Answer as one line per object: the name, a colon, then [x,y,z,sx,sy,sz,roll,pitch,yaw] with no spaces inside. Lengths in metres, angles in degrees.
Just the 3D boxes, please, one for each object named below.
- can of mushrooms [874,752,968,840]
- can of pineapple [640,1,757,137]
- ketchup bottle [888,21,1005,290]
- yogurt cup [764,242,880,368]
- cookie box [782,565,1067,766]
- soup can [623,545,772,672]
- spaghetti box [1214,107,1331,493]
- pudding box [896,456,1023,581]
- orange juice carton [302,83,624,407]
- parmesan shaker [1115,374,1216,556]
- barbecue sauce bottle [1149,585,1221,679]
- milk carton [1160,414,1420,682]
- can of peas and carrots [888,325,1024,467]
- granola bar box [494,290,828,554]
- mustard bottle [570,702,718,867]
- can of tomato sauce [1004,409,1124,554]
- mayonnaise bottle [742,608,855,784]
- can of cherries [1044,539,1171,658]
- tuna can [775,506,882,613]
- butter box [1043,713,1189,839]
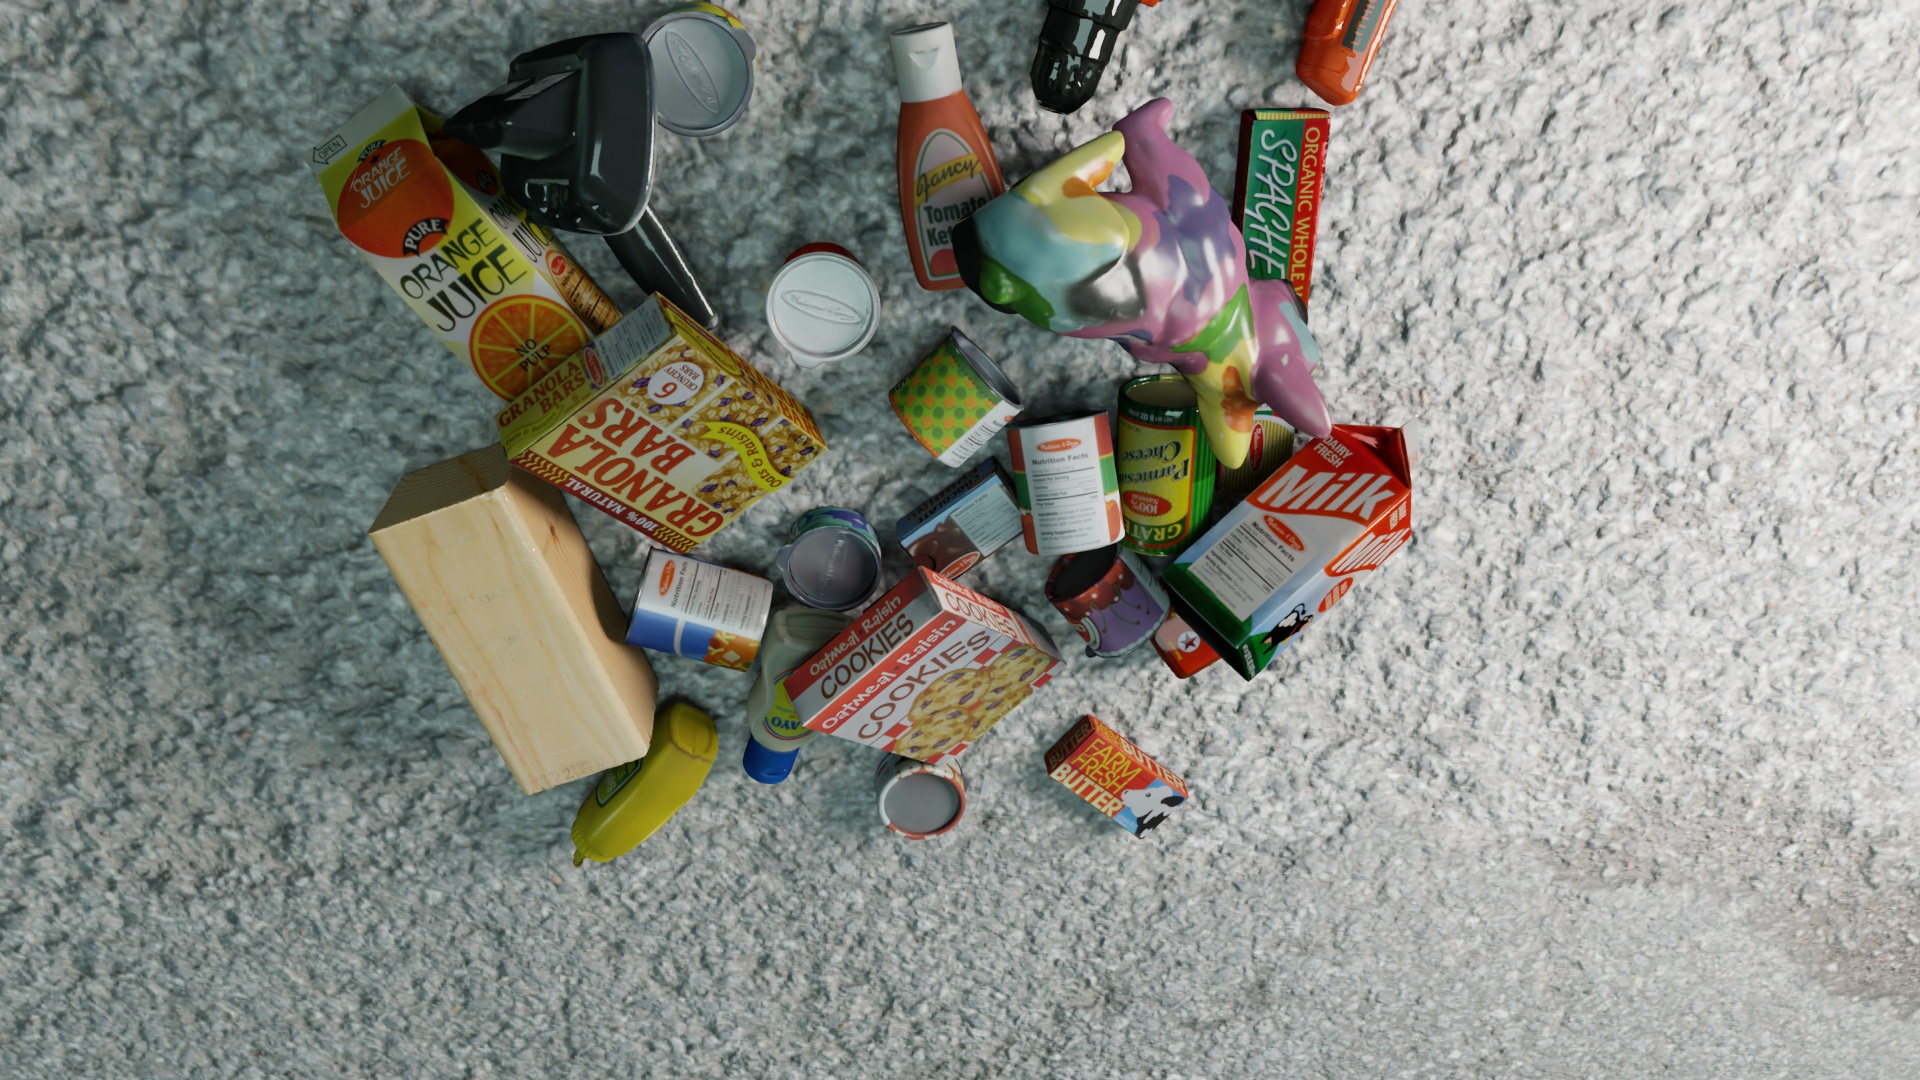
can of mushrooms: [-0.027,0.186,1.024,0.071,0.033,0.070,-2,116,-5]
can of pineapple: [-0.145,-0.264,0.776,0.071,0.058,0.070,-2,117,-5]
ketchup bottle: [-0.010,-0.225,0.818,0.065,0.044,0.148,-12,116,0]
yogurt cup: [-0.084,-0.148,0.842,0.072,0.054,0.072,-2,116,-5]
cookie box: [-0.020,0.088,0.929,0.122,0.040,0.167,-41,146,14]
soup can: [-0.175,0.047,0.924,0.084,0.071,0.071,16,114,-14]
spaghetti box: [0.195,-0.149,0.885,0.050,0.029,0.248,-2,116,-5]
pudding box: [0.003,-0.012,0.932,0.083,0.030,0.049,-35,116,11]
orange juice carton: [-0.282,-0.164,0.803,0.071,0.073,0.192,-34,114,11]
parmesan shaker: [0.131,-0.050,0.908,0.071,0.071,0.102,-3,116,-4]
barbecue sauce bottle: [0.199,0.034,0.968,0.148,0.044,0.064,-32,109,9]
milk carton: [0.228,-0.004,0.903,0.191,0.073,0.072,-41,151,-3]
can of peas and carrots: [-0.004,-0.090,0.874,0.058,0.071,0.071,-42,113,15]
granola bar box: [-0.174,-0.063,0.836,0.124,0.039,0.165,-35,149,11]
mustard bottle: [-0.234,0.185,0.986,0.049,0.065,0.159,34,112,-24]
can of tomato sauce: [0.068,-0.038,0.893,0.071,0.071,0.083,-10,98,-1]
mayonnaise bottle: [-0.116,0.109,0.955,0.065,0.041,0.147,6,132,-21]
can of cherries: [0.098,0.039,0.946,0.071,0.072,0.058,-37,114,12]
tuna can: [-0.088,0.012,0.932,0.071,0.033,0.070,-2,117,-5]
butter box: [0.117,0.178,1.040,0.103,0.024,0.053,37,108,-21]
